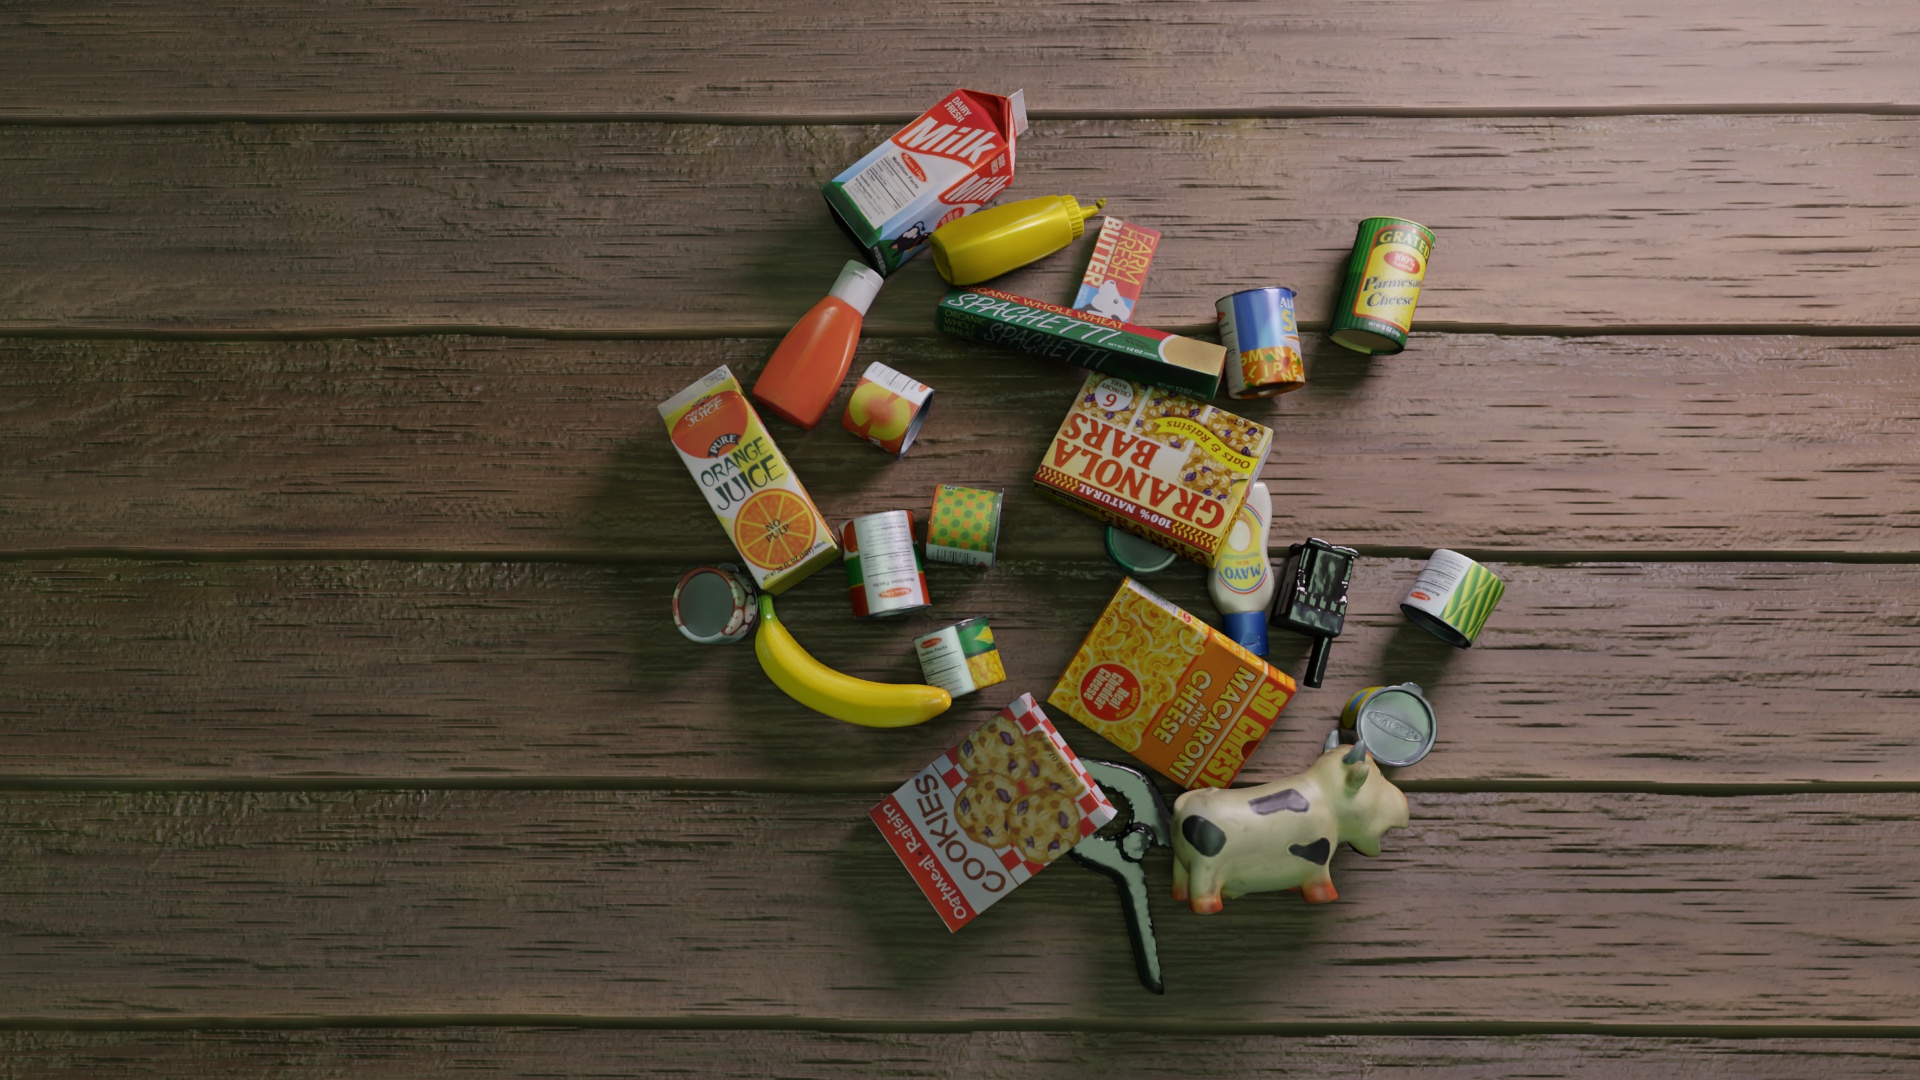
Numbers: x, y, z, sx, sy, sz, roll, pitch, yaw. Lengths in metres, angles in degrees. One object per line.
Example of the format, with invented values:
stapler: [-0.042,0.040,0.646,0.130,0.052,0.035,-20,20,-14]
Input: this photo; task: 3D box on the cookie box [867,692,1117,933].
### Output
cookie box: [0.025,0.225,1.149,0.167,0.040,0.123,-38,81,12]

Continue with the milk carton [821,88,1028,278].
milk carton: [-0.020,-0.322,1.213,0.191,0.072,0.073,-37,77,-2]

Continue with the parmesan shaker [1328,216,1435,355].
parmesan shaker: [0.367,-0.218,1.202,0.071,0.071,0.103,16,85,3]

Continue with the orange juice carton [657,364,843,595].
orange juice carton: [-0.182,-0.053,1.188,0.072,0.073,0.193,-32,84,-2]

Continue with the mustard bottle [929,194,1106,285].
mustard bottle: [0.056,-0.269,1.214,0.160,0.065,0.048,-19,126,-9]

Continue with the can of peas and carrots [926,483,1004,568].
can of peas and carrots: [0.004,-0.015,1.184,0.059,0.071,0.071,8,84,2]

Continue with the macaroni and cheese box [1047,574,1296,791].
macaroni and cheese box: [0.175,0.126,1.160,0.166,0.040,0.123,32,105,4]

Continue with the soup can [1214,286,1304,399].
soup can: [0.261,-0.170,1.197,0.071,0.071,0.084,-7,84,0]

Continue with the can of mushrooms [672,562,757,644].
can of mushrooms: [-0.210,0.053,1.185,0.071,0.033,0.071,-2,83,23]

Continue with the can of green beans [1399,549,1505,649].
can of green beans: [0.415,0.048,1.170,0.071,0.071,0.058,34,85,4]

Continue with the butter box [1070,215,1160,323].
butter box: [0.136,-0.231,1.227,0.053,0.024,0.103,19,84,4]

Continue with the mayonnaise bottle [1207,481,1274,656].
mayonnaise bottle: [0.239,0.026,1.188,0.065,0.041,0.148,-5,83,2]

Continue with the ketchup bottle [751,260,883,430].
ketchup bottle: [-0.120,-0.174,1.215,0.065,0.043,0.149,30,85,3]

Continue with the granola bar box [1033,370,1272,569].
granola bar box: [0.162,-0.065,1.172,0.166,0.039,0.124,24,74,17]

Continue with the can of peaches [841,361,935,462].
can of peaches: [-0.063,-0.111,1.196,0.058,0.071,0.071,28,85,4]

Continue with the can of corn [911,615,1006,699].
can of corn: [0.001,0.100,1.173,0.071,0.071,0.058,-18,85,-1]

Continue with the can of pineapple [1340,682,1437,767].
can of pineapple: [0.359,0.154,1.163,0.071,0.058,0.071,0,84,1]

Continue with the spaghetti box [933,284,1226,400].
spaghetti box: [0.101,-0.173,1.192,0.250,0.028,0.050,16,40,10]

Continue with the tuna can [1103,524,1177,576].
tuna can: [0.156,-0.005,1.197,0.071,0.033,0.071,0,84,1]

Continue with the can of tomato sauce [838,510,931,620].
can of tomato sauce: [-0.066,0.022,1.183,0.071,0.071,0.083,-11,83,0]
